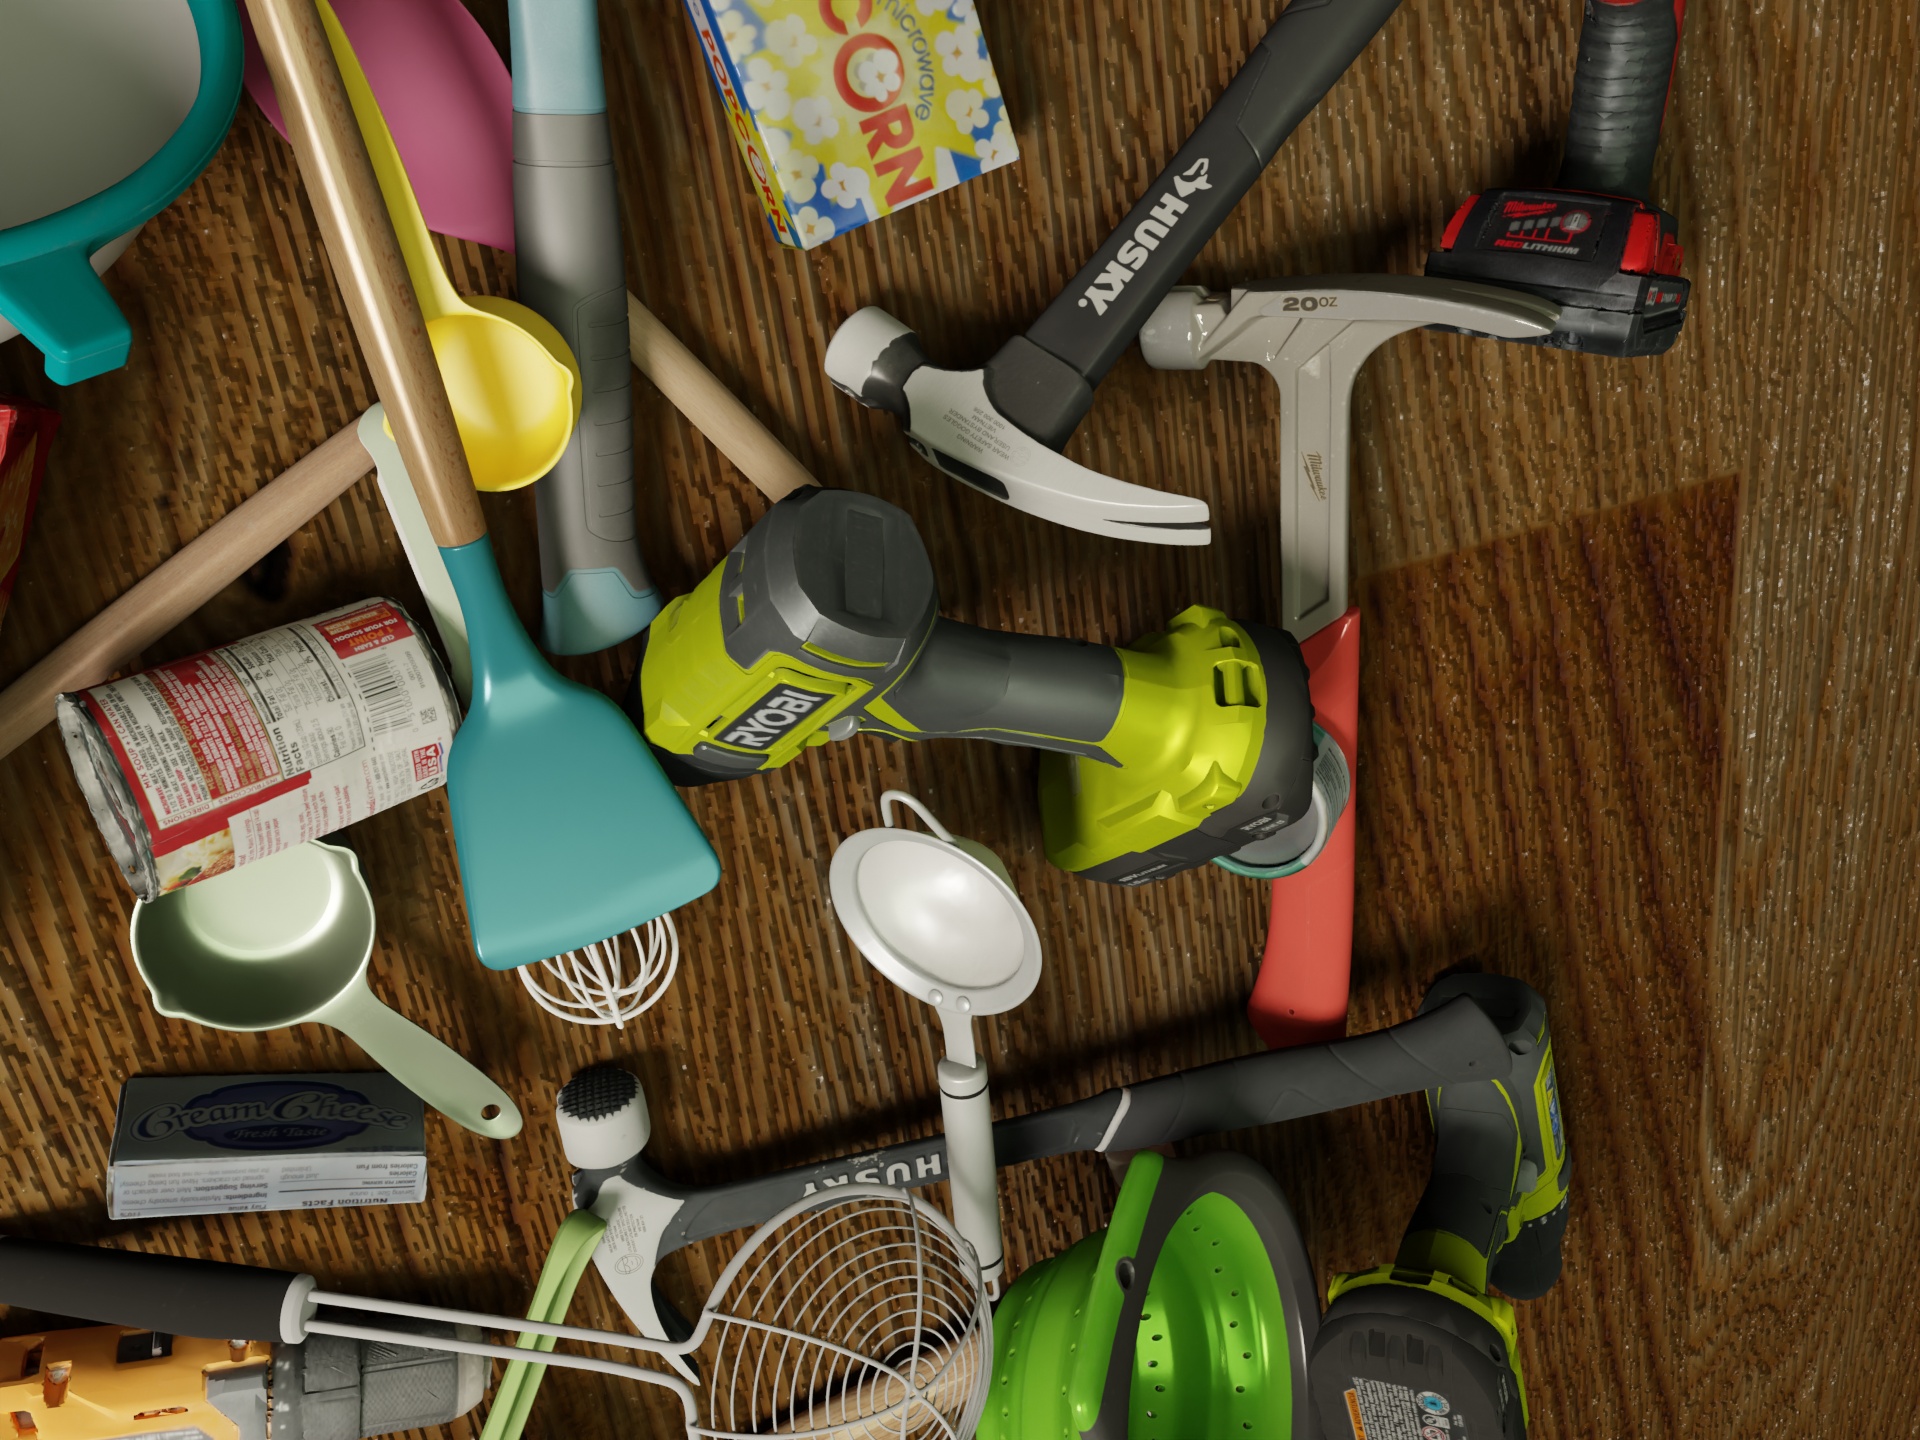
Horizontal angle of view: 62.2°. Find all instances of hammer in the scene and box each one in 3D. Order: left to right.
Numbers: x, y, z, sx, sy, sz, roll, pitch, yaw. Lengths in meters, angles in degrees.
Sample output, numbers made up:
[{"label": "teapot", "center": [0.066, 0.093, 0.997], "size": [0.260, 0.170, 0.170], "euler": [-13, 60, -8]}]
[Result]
[{"label": "hammer", "center": [-0.120, -0.173, 0.487], "size": [0.128, 0.033, 0.330], "euler": [-3, 119, -11]}, {"label": "hammer", "center": [-0.029, 0.315, 0.729], "size": [0.331, 0.031, 0.130], "euler": [-25, 105, -10]}, {"label": "hammer", "center": [0.046, 0.180, 0.682], "size": [0.409, 0.036, 0.149], "euler": [-10, 115, -9]}, {"label": "hammer", "center": [0.109, -0.211, 0.562], "size": [0.335, 0.146, 0.035], "euler": [-52, 163, -5]}, {"label": "hammer", "center": [0.155, -0.001, 0.655], "size": [0.037, 0.149, 0.358], "euler": [-46, 137, -50]}]

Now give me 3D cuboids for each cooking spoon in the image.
[{"label": "cooking spoon", "center": [-0.110, -0.132, 0.542], "size": [0.069, 0.017, 0.318], "euler": [-40, 120, 10]}]

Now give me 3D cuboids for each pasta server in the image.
[{"label": "pasta server", "center": [-0.294, -0.005, 0.503], "size": [0.316, 0.040, 0.060], "euler": [-40, 108, -6]}]

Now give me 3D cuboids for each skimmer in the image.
[{"label": "skimmer", "center": [-0.170, 0.218, 0.580], "size": [0.363, 0.090, 0.127], "euler": [6, 81, 4]}]

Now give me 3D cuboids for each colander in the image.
[{"label": "colander", "center": [0.108, 0.337, 0.693], "size": [0.396, 0.094, 0.205], "euler": [57, 40, -33]}]

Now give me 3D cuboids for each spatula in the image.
[{"label": "spatula", "center": [-0.149, -0.074, 0.460], "size": [0.082, 0.044, 0.317], "euler": [-20, 120, -15]}]

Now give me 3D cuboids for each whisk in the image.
[{"label": "whisk", "center": [-0.155, 0.007, 0.553], "size": [0.059, 0.058, 0.246], "euler": [-17, 116, -6]}]

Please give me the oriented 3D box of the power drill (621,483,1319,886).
[{"label": "power drill", "center": [-0.001, -0.002, 0.571], "size": [0.223, 0.171, 0.080], "euler": [13, 64, -28]}]

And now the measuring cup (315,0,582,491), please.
[{"label": "measuring cup", "center": [-0.159, -0.142, 0.463], "size": [0.062, 0.029, 0.156], "euler": [-15, 117, 10]}]

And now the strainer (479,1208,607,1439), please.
[{"label": "strainer", "center": [-0.168, 0.319, 0.618], "size": [0.069, 0.151, 0.256], "euler": [22, 94, 14]}]

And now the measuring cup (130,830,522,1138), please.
[{"label": "measuring cup", "center": [-0.219, 0.095, 0.573], "size": [0.083, 0.038, 0.167], "euler": [-41, 121, -4]}]

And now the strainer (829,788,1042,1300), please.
[{"label": "strainer", "center": [0.000, 0.127, 0.608], "size": [0.050, 0.087, 0.258], "euler": [-42, 135, -49]}]

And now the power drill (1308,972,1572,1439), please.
[{"label": "power drill", "center": [0.240, 0.258, 0.745], "size": [0.228, 0.080, 0.190], "euler": [-50, 130, -48]}]

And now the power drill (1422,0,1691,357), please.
[{"label": "power drill", "center": [0.229, -0.249, 0.564], "size": [0.188, 0.080, 0.226], "euler": [-21, 123, -55]}]

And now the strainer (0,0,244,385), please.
[{"label": "strainer", "center": [-0.351, -0.164, 0.361], "size": [0.340, 0.211, 0.095], "euler": [9, 145, -23]}]

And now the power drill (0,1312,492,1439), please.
[{"label": "power drill", "center": [-0.281, 0.330, 0.614], "size": [0.185, 0.084, 0.226], "euler": [0, 105, -24]}]
